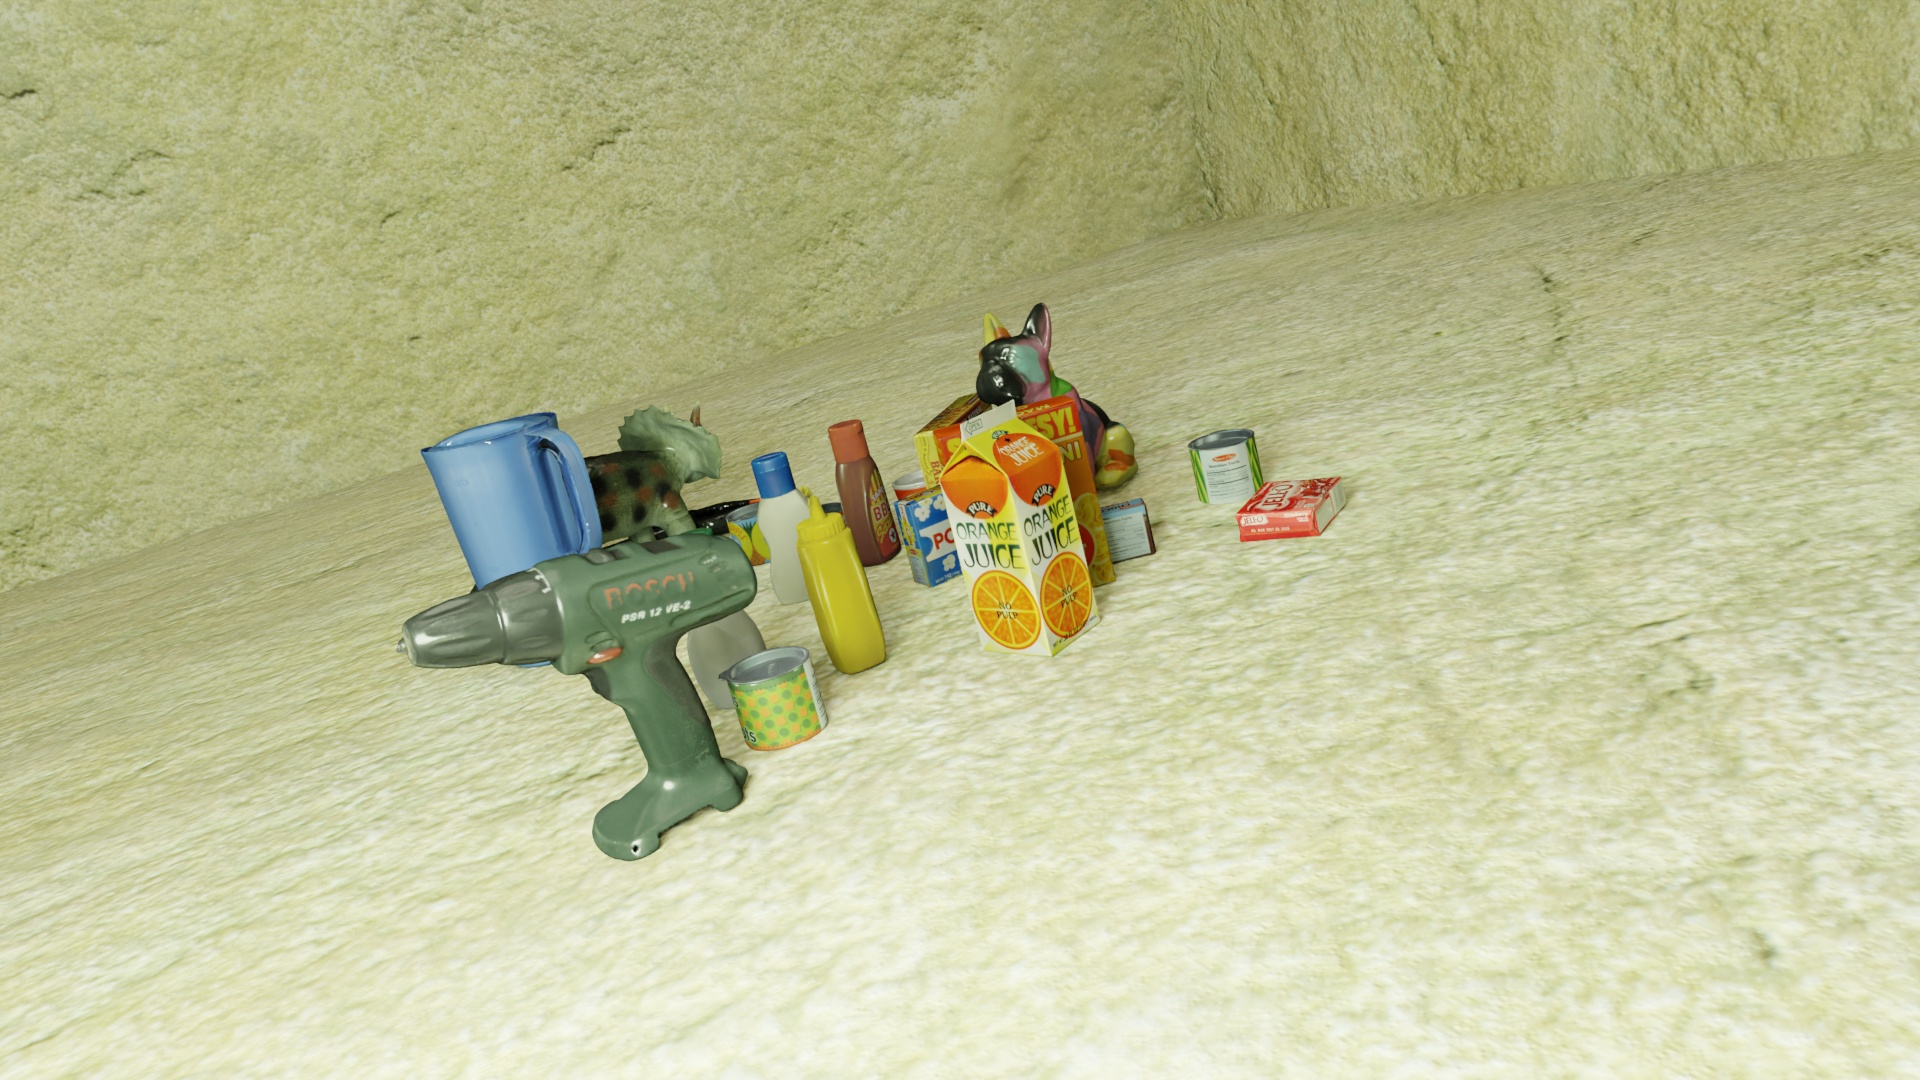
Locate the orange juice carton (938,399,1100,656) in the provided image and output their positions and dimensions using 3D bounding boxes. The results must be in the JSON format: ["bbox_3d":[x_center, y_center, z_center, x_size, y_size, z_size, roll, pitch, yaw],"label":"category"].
[{"bbox_3d":[0.043,-0.011,1.100,0.073,0.192,0.072,0,21,42],"label":"orange juice carton"}]

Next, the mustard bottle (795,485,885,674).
[{"bbox_3d":[-0.104,0.029,1.150,0.049,0.159,0.065,-19,16,-17],"label":"mustard bottle"}]

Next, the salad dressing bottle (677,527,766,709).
[{"bbox_3d":[-0.200,0.064,1.140,0.064,0.147,0.044,-9,16,18],"label":"salad dressing bottle"}]

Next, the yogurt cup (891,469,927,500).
[{"bbox_3d":[-0.038,-0.047,1.552,0.072,0.053,0.072,-13,16,4],"label":"yogurt cup"}]

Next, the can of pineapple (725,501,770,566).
[{"bbox_3d":[-0.229,-0.008,1.577,0.071,0.057,0.071,-13,16,4],"label":"can of pineapple"}]

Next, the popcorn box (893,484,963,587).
[{"bbox_3d":[0.005,-0.017,1.353,0.127,0.085,0.038,-23,17,-28],"label":"popcorn box"}]

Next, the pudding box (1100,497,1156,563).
[{"bbox_3d":[0.131,-0.005,1.265,0.084,0.049,0.030,-14,15,2],"label":"pudding box"}]

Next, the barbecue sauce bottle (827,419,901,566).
[{"bbox_3d":[-0.103,-0.051,1.447,0.043,0.148,0.065,-8,16,22],"label":"barbecue sauce bottle"}]

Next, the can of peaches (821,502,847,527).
[{"bbox_3d":[-0.145,-0.003,1.487,0.071,0.058,0.071,-13,16,4],"label":"can of peaches"}]

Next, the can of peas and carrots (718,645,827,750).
[{"bbox_3d":[-0.142,0.120,1.056,0.071,0.058,0.071,-13,16,4],"label":"can of peas and carrots"}]

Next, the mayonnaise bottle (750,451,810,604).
[{"bbox_3d":[-0.170,-0.013,1.378,0.065,0.147,0.041,-15,15,-1],"label":"mayonnaise bottle"}]

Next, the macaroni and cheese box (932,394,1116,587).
[{"bbox_3d":[0.056,-0.029,1.201,0.124,0.166,0.040,-16,15,-7],"label":"macaroni and cheese box"}]

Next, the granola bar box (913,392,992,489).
[{"bbox_3d":[0.006,-0.080,1.498,0.039,0.124,0.166,-9,16,20],"label":"granola bar box"}]

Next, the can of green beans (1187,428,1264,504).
[{"bbox_3d":[0.263,-0.073,1.371,0.071,0.057,0.071,-13,16,4],"label":"can of green beans"}]
